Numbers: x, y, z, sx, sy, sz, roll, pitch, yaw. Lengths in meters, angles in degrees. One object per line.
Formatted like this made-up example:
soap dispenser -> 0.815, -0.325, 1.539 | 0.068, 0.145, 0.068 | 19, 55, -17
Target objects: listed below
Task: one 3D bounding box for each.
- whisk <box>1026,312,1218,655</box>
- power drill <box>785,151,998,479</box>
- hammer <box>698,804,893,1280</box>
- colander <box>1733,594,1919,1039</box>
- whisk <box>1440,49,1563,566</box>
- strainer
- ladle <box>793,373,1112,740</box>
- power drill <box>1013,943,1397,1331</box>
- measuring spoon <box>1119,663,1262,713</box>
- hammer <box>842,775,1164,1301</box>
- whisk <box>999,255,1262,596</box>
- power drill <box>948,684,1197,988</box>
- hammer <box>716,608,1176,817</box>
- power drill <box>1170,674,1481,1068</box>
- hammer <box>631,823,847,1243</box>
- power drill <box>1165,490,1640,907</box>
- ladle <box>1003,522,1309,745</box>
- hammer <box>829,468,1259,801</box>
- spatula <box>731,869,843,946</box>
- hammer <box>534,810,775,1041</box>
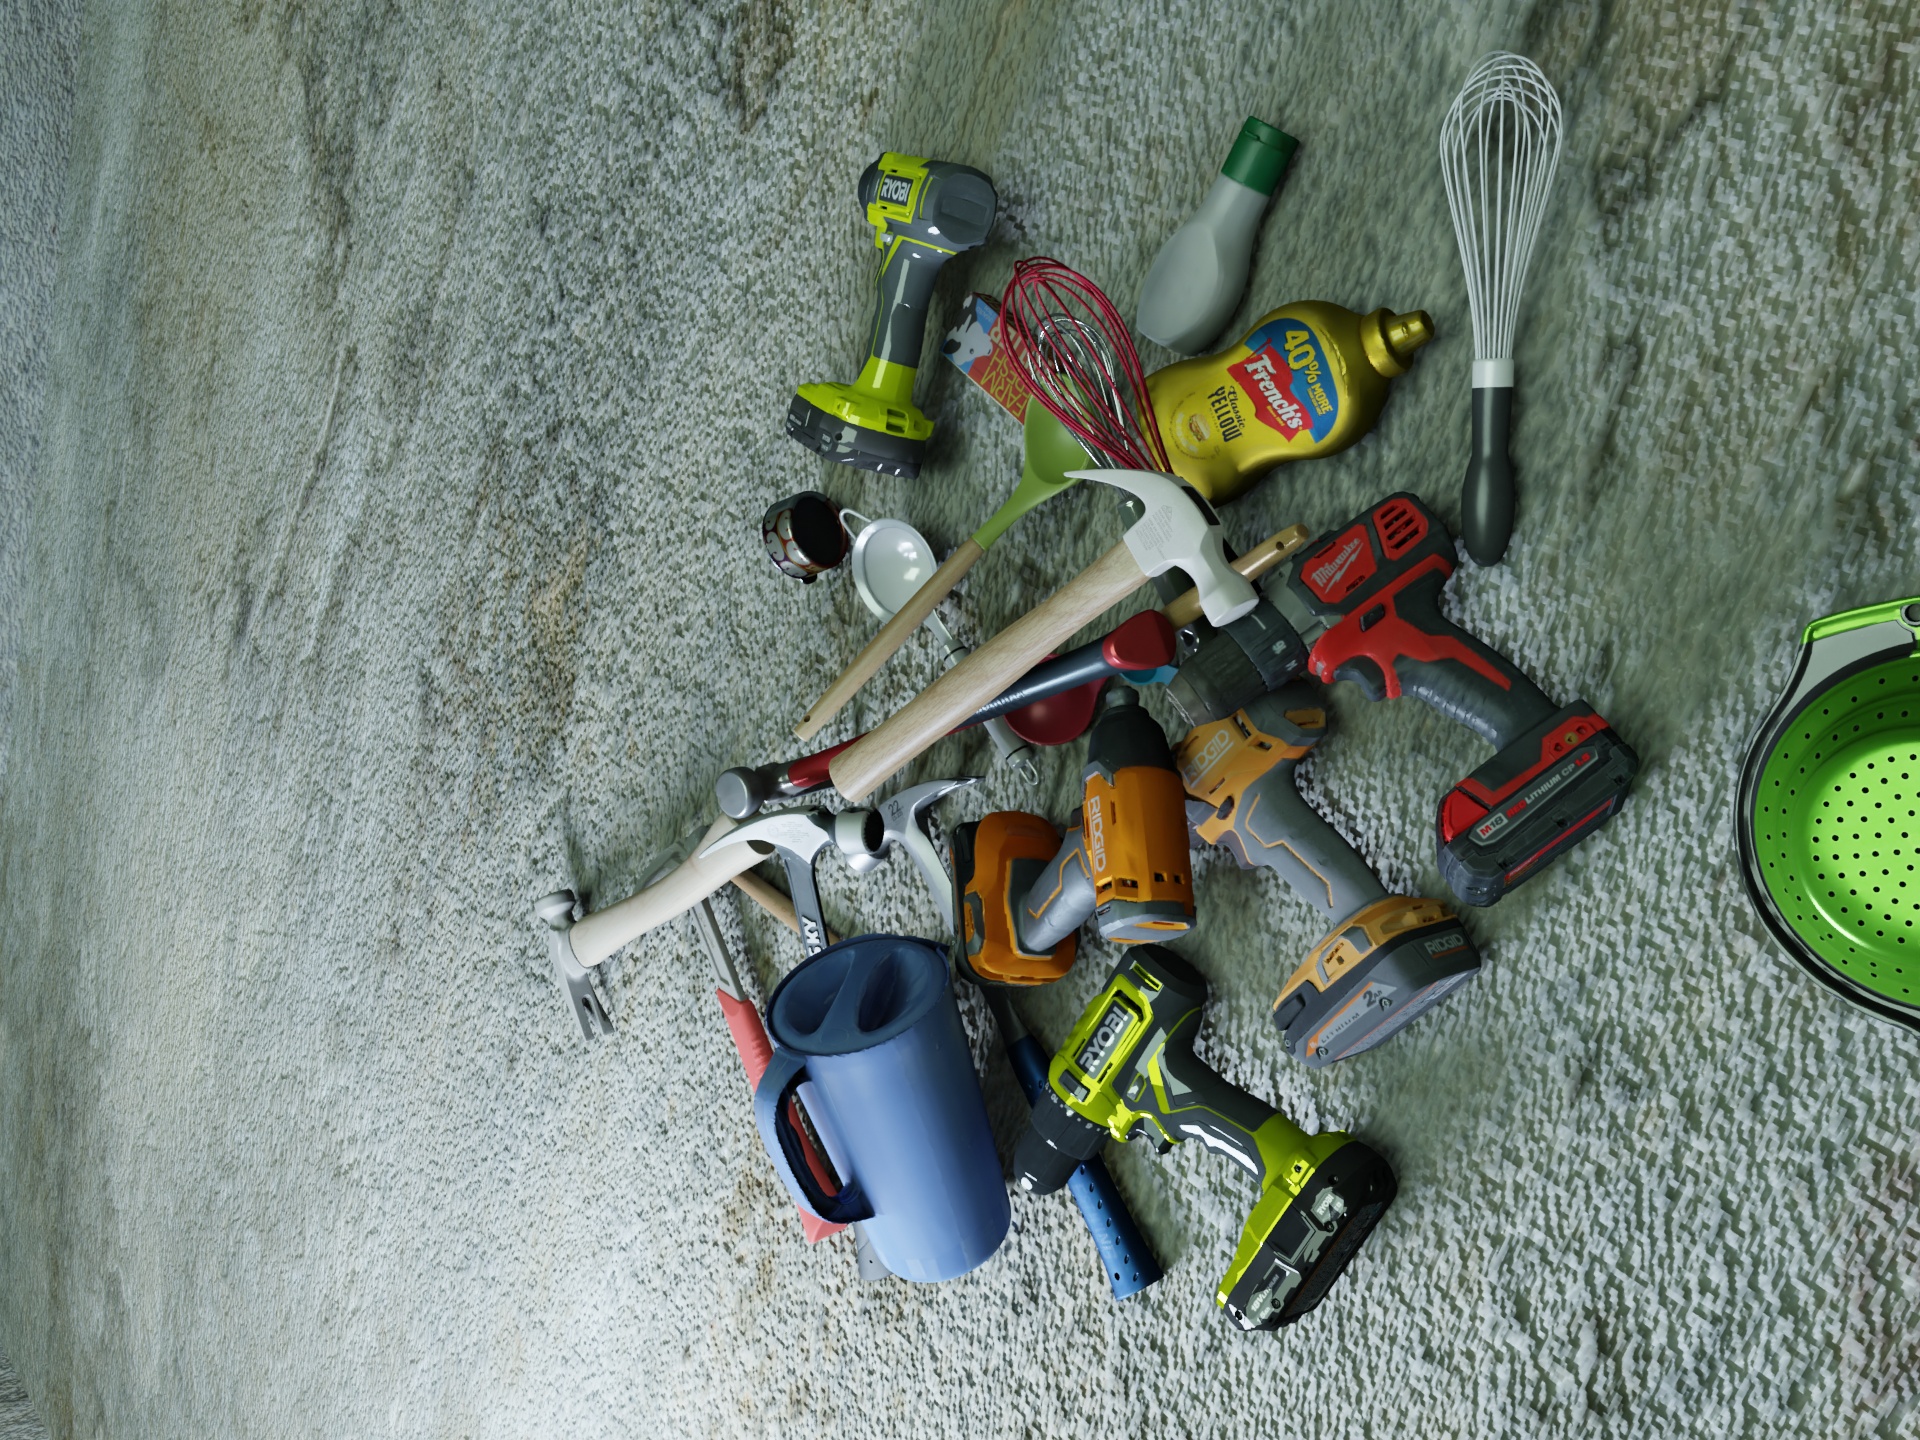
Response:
whisk -> 0.109, -0.152, 1.043 | 0.058, 0.059, 0.246 | -12, 107, 62
power drill -> -0.056, -0.306, 1.186 | 0.171, 0.080, 0.223 | 41, 118, 56
hammer -> -0.100, 0.258, 1.237 | 0.149, 0.036, 0.408 | -2, 108, 25
colander -> 0.474, 0.137, 0.747 | 0.204, 0.094, 0.397 | -11, 86, 42
whisk -> 0.304, -0.230, 0.902 | 0.070, 0.070, 0.284 | 7, 103, 41
strainer -> -0.009, -0.059, 1.200 | 0.087, 0.050, 0.258 | -45, 70, 42
ladle -> -0.012, -0.110, 1.111 | 0.320, 0.062, 0.078 | -47, 49, 5
power drill -> 0.148, 0.285, 1.043 | 0.229, 0.080, 0.190 | 38, 104, 34
measuring spoon -> 0.158, -0.029, 1.071 | 0.129, 0.021, 0.042 | 29, 133, 27
hammer -> 0.042, 0.226, 1.178 | 0.144, 0.035, 0.406 | -42, 66, 36
whisk -> 0.117, -0.160, 0.988 | 0.073, 0.073, 0.295 | -24, 111, 40
power drill -> 0.073, 0.084, 1.062 | 0.226, 0.084, 0.164 | -39, 49, 56
hammer -> -0.002, -0.004, 1.129 | 0.386, 0.143, 0.038 | -21, 86, 40
power drill -> 0.197, 0.103, 1.003 | 0.185, 0.084, 0.226 | -52, 56, 40
hammer -> -0.187, 0.275, 1.376 | 0.149, 0.036, 0.359 | -40, 69, 48
power drill -> 0.246, -0.003, 0.908 | 0.188, 0.080, 0.227 | -36, 65, 2
ladle -> 0.121, -0.056, 1.042 | 0.069, 0.031, 0.315 | 53, 144, -2
hammer -> 0.029, -0.043, 1.009 | 0.331, 0.031, 0.130 | -36, 74, 33
spatula -> -0.119, 0.184, 1.312 | 0.318, 0.044, 0.082 | 30, 125, 37
hammer -> -0.266, 0.171, 1.388 | 0.410, 0.038, 0.146 | -32, 76, 49
